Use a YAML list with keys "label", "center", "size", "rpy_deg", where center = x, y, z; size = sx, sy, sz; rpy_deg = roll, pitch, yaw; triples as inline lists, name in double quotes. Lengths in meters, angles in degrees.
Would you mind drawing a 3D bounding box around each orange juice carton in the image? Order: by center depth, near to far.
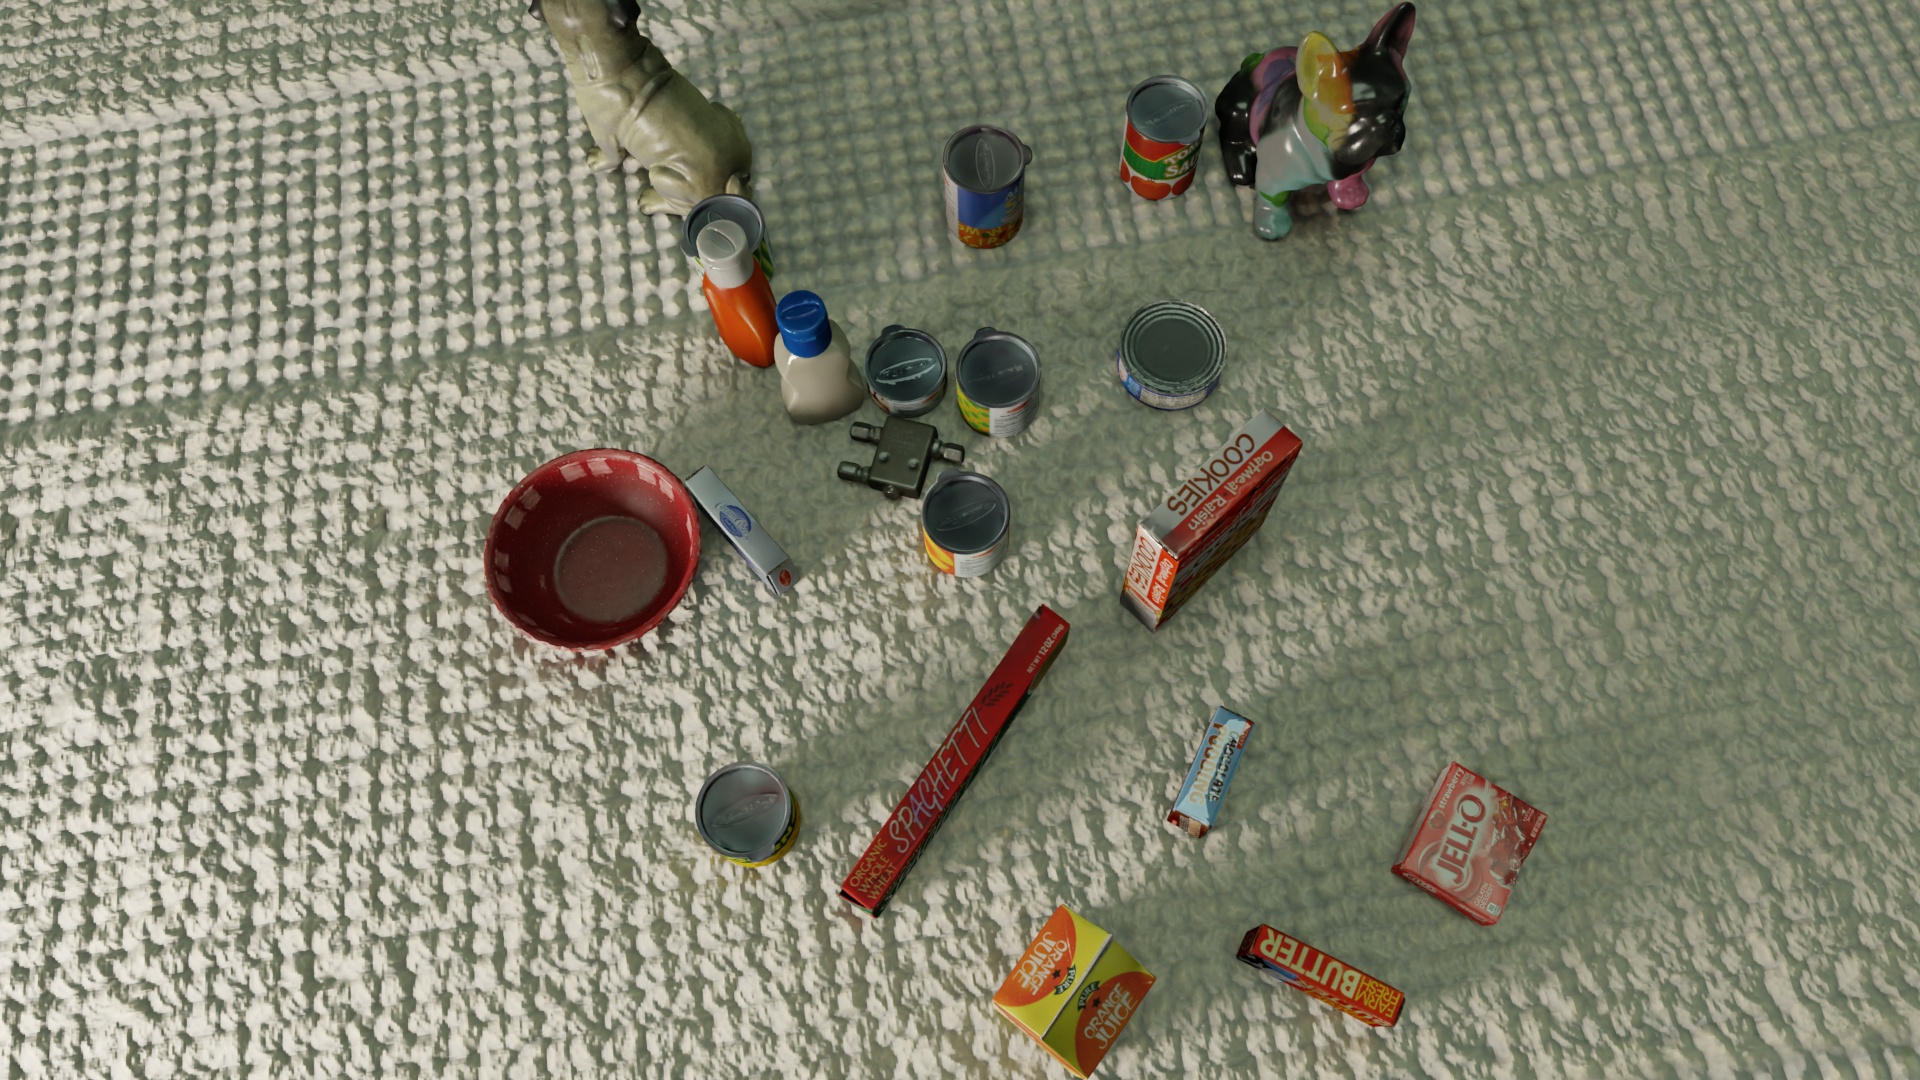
- label: "orange juice carton"
  center: [0.068, 0.282, 0.864]
  size: [0.073, 0.192, 0.072]
  rpy_deg: [36, 75, 14]

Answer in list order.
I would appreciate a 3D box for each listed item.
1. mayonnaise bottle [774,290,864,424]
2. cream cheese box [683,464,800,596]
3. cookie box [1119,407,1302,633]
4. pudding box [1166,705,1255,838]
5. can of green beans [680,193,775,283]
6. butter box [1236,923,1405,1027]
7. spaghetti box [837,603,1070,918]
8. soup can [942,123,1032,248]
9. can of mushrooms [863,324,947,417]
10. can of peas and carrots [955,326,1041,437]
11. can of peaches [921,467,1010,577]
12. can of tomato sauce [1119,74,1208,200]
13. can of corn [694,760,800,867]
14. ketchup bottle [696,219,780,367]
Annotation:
- label: "mayonnaise bottle"
  center: [-0.111, -0.137, 1.051]
  size: [0.065, 0.147, 0.041]
  rpy_deg: [-17, 70, -5]
- label: "cream cheese box"
  center: [-0.166, -0.007, 1.054]
  size: [0.024, 0.053, 0.104]
  rpy_deg: [-40, 73, -12]
- label: "cookie box"
  center: [0.174, -0.009, 0.985]
  size: [0.123, 0.167, 0.040]
  rpy_deg: [-43, 74, -13]
- label: "pudding box"
  center: [0.177, 0.164, 0.982]
  size: [0.030, 0.049, 0.084]
  rpy_deg: [25, 72, 10]
- label: "can of green beans"
  center: [-0.189, -0.241, 1.141]
  size: [0.071, 0.057, 0.071]
  rpy_deg: [0, 69, 1]
- label: "butter box"
  center: [0.240, 0.292, 0.930]
  size: [0.103, 0.053, 0.024]
  rpy_deg: [25, 72, 10]
- label: "spaghetti box"
  center: [-0.001, 0.157, 0.989]
  size: [0.029, 0.050, 0.251]
  rpy_deg: [33, 73, 13]
- label: "soup can"
  center: [0.023, -0.289, 1.140]
  size: [0.071, 0.083, 0.071]
  rpy_deg: [0, 70, 1]
- label: "can of mushrooms"
  center: [-0.044, -0.135, 1.110]
  size: [0.071, 0.033, 0.071]
  rpy_deg: [0, 69, 1]
- label: "can of peas and carrots"
  center: [0.029, -0.123, 1.090]
  size: [0.071, 0.058, 0.071]
  rpy_deg: [0, 69, 1]
- label: "can of peaches"
  center: [0.004, -0.013, 1.049]
  size: [0.071, 0.058, 0.071]
  rpy_deg: [0, 69, 1]
- label: "can of tomato sauce"
  center: [0.169, -0.331, 1.152]
  size: [0.071, 0.082, 0.071]
  rpy_deg: [0, 70, 1]
- label: "can of corn"
  center: [-0.147, 0.195, 0.974]
  size: [0.071, 0.058, 0.071]
  rpy_deg: [0, 69, 1]
- label: "ketchup bottle"
  center: [-0.172, -0.191, 1.073]
  size: [0.065, 0.148, 0.043]
  rpy_deg: [39, 75, 14]
